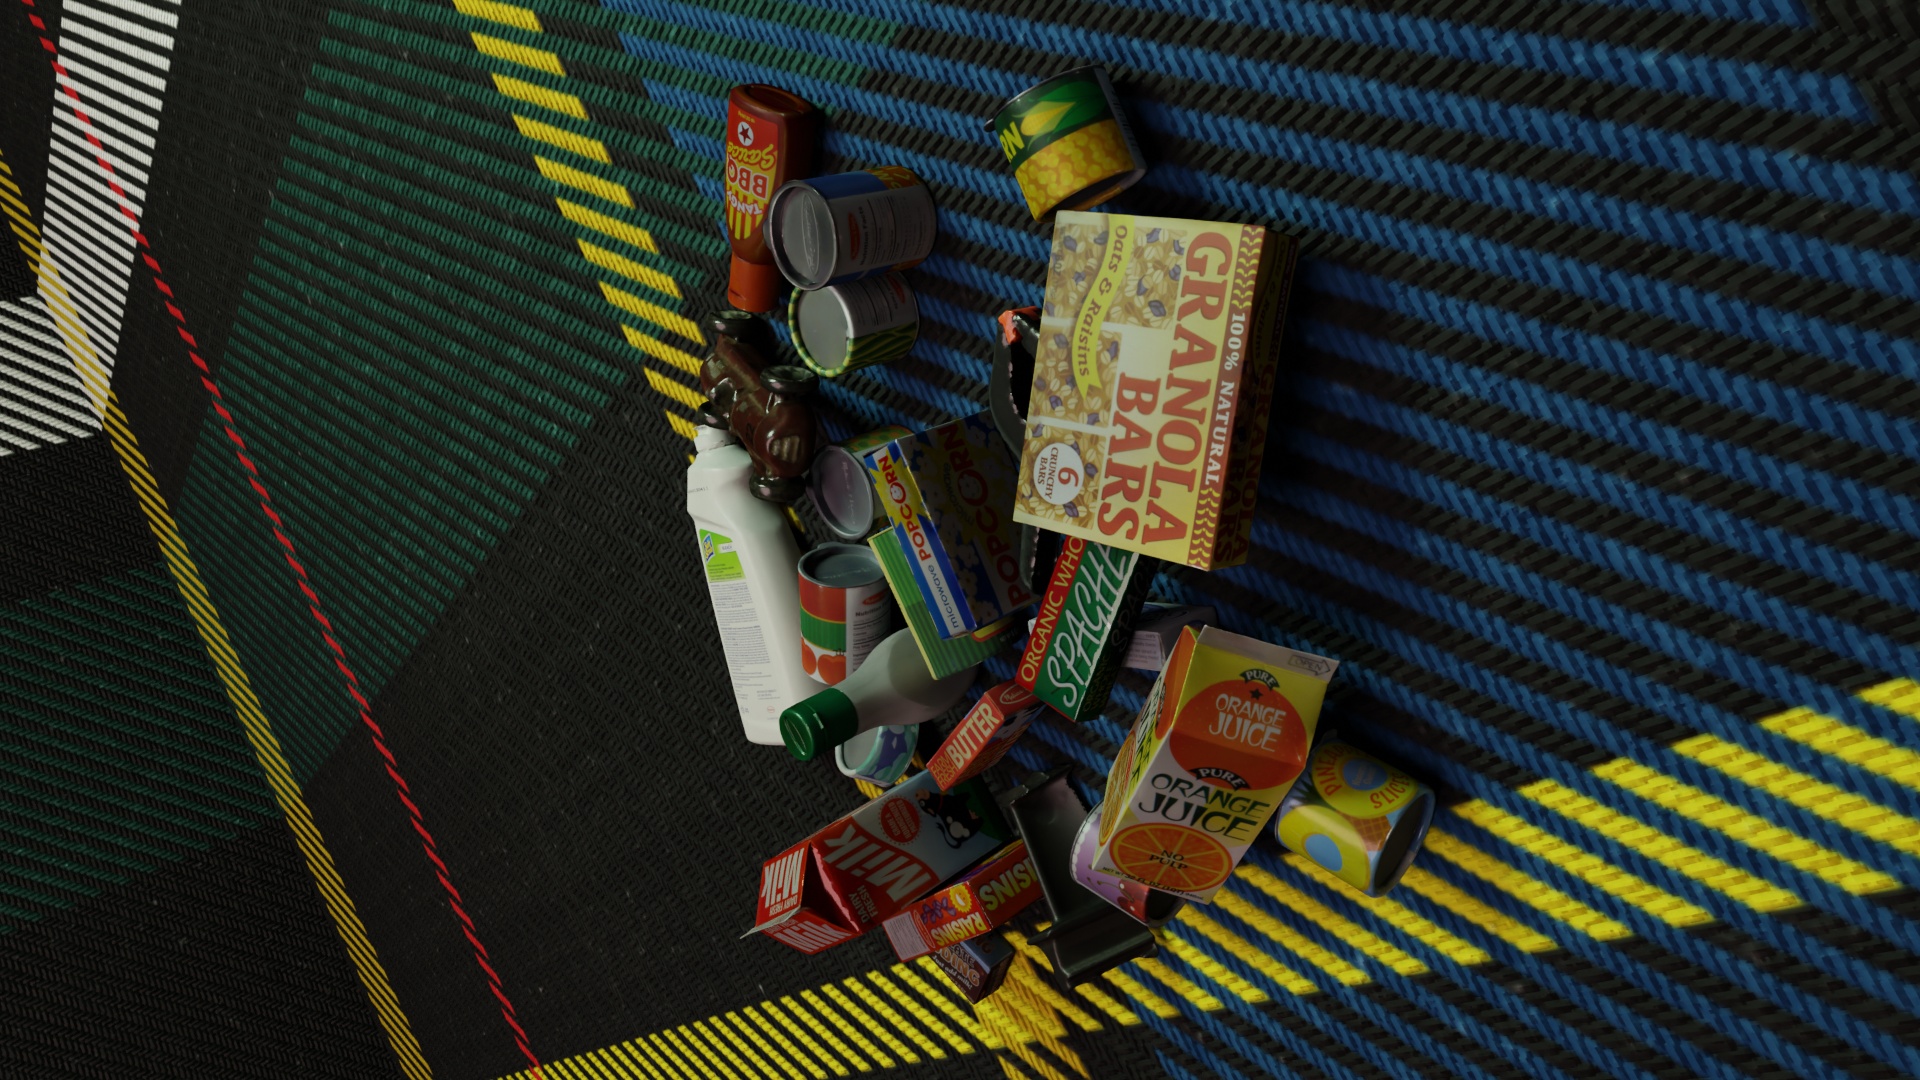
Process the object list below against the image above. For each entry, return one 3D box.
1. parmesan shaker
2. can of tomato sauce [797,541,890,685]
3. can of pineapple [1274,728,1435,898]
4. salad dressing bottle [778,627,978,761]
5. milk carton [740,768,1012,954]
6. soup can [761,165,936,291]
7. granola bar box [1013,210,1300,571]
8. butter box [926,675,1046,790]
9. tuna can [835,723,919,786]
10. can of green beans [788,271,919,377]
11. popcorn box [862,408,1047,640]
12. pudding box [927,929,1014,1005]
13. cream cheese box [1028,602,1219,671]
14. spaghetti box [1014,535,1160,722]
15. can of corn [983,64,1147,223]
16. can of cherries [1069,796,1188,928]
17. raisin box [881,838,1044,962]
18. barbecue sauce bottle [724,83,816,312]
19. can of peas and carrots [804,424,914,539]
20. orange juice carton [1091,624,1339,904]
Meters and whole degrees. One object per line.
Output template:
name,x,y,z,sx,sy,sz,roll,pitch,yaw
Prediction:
parmesan shaker,-0.008,0.031,0.914,0.071,0.071,0.103,-25,90,49
can of tomato sauce,-0.084,0.053,1.002,0.071,0.071,0.082,25,125,38
can of pineapple,0.208,0.144,0.731,0.058,0.071,0.070,27,125,36
salad dressing bottle,-0.053,0.101,0.928,0.043,0.148,0.064,-40,77,48
milk carton,-0.063,0.223,0.960,0.072,0.191,0.073,-37,80,49
soup can,-0.068,-0.195,0.860,0.071,0.084,0.071,22,122,40
granola bar box,0.097,-0.079,0.707,0.124,0.039,0.165,15,101,38
butter box,0.020,0.127,0.935,0.024,0.053,0.103,53,137,18
tuna can,-0.061,0.143,1.020,0.070,0.033,0.071,-37,42,43
can of green beans,-0.070,-0.144,0.905,0.071,0.058,0.071,22,122,40
popcorn box,0.003,-0.011,0.866,0.038,0.085,0.126,-25,88,48
pudding box,-0.002,0.303,1.054,0.084,0.030,0.049,41,132,27
cream cheese box,0.095,0.054,0.821,0.103,0.053,0.024,2,107,46
spaghetti box,0.093,-0.018,0.759,0.050,0.029,0.249,31,111,35
can of corn,0.056,-0.207,0.733,0.071,0.071,0.058,-24,90,49
can of cherries,0.111,0.194,0.858,0.058,0.072,0.071,25,124,38
raisin box,0.010,0.250,0.975,0.123,0.086,0.040,-38,78,48
barbecue sauce bottle,-0.134,-0.229,0.946,0.065,0.044,0.147,35,130,30
can of peas and carrots,-0.061,-0.040,0.942,0.071,0.059,0.070,23,123,40
orange juice carton,0.135,0.113,0.752,0.072,0.073,0.191,17,136,0
